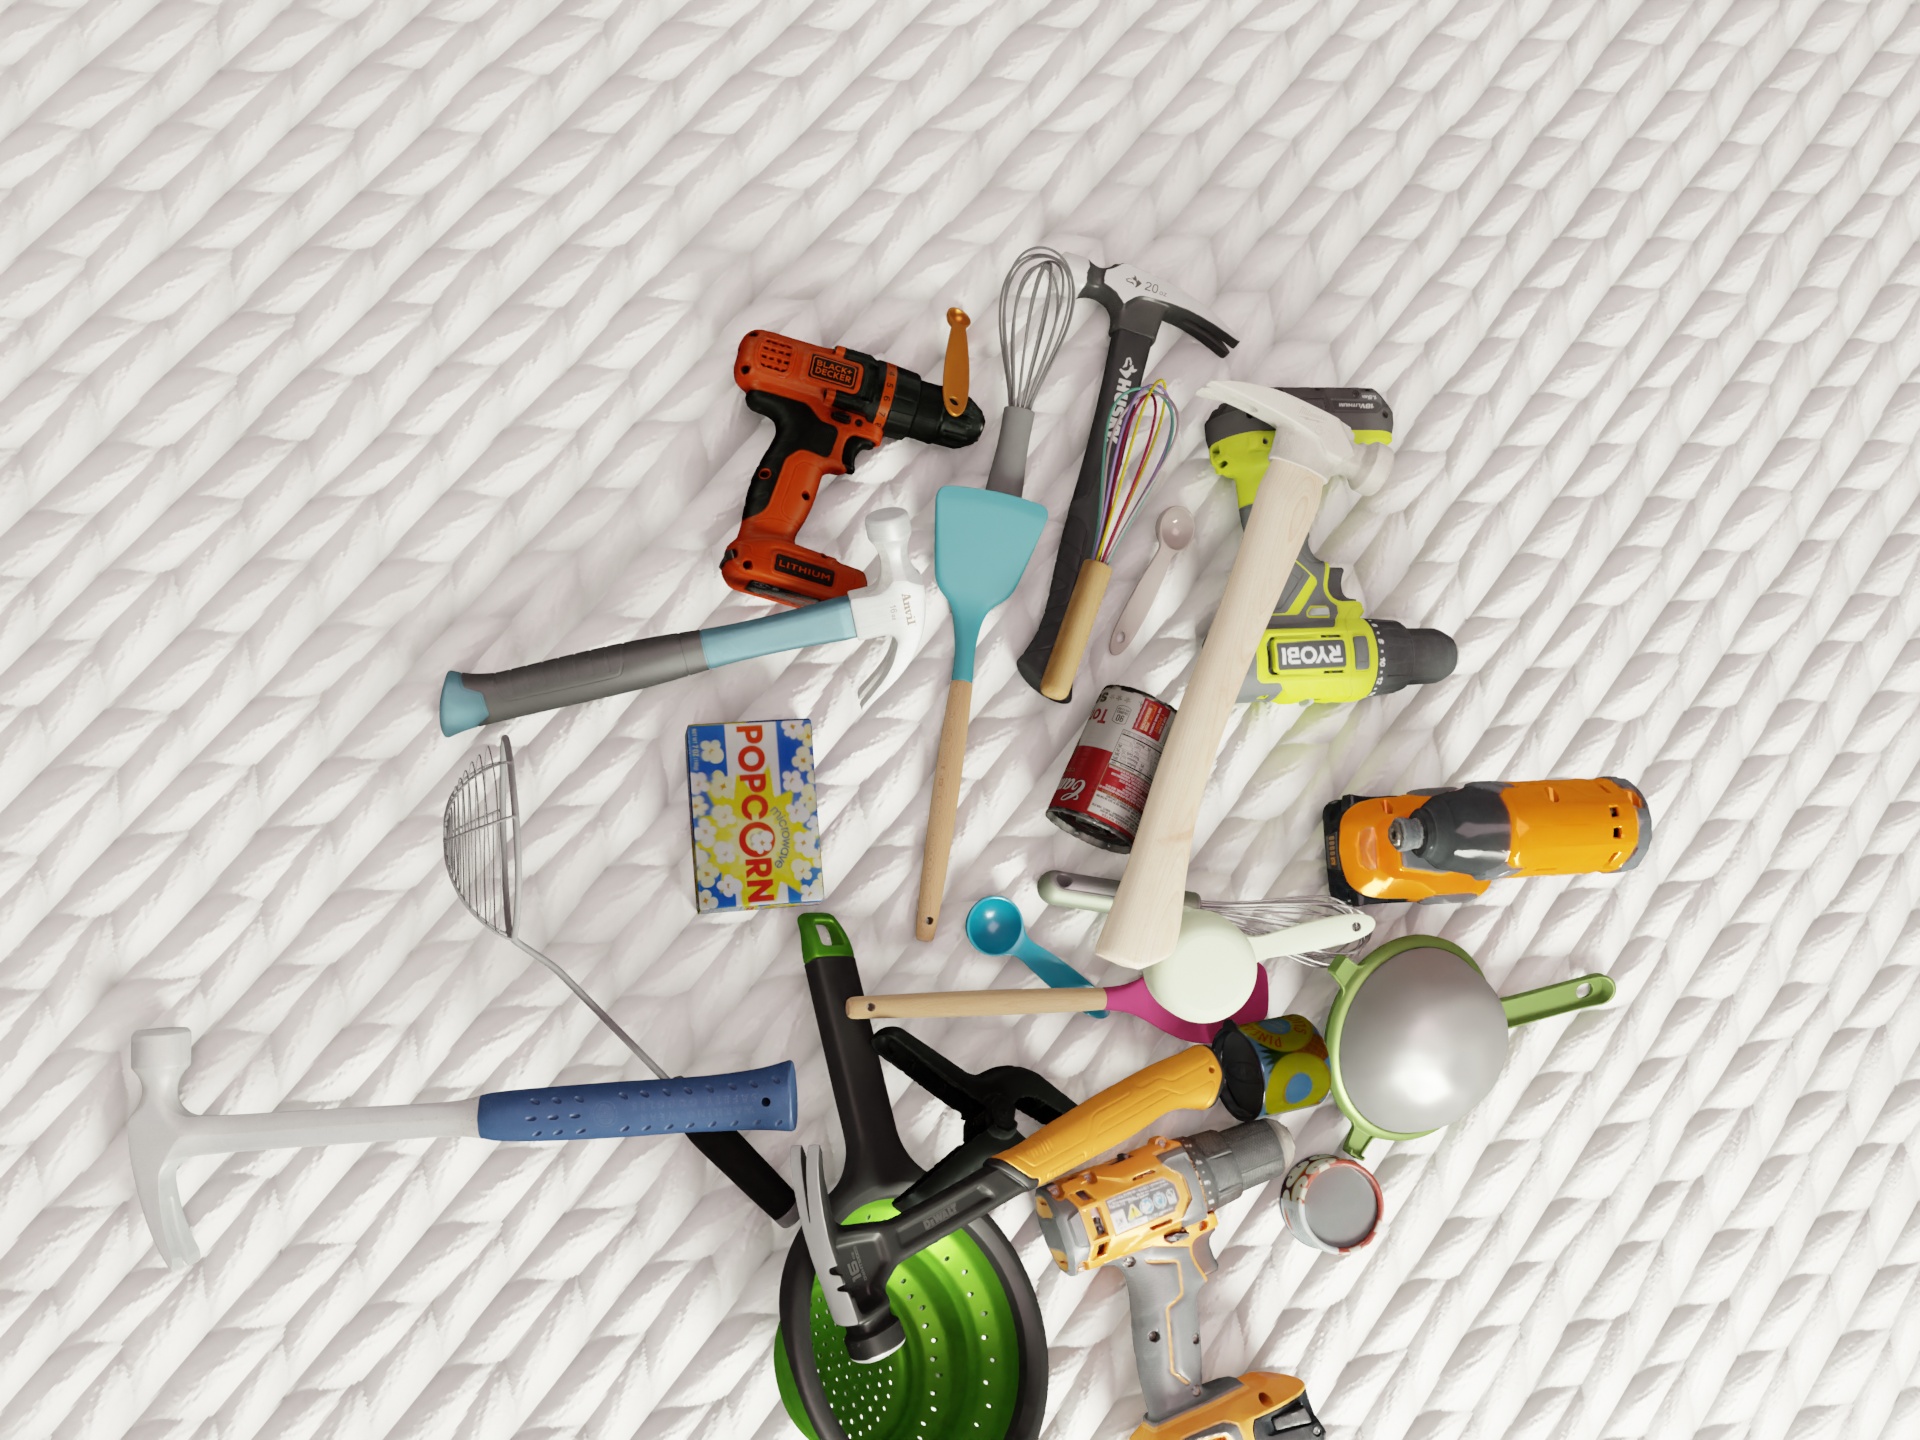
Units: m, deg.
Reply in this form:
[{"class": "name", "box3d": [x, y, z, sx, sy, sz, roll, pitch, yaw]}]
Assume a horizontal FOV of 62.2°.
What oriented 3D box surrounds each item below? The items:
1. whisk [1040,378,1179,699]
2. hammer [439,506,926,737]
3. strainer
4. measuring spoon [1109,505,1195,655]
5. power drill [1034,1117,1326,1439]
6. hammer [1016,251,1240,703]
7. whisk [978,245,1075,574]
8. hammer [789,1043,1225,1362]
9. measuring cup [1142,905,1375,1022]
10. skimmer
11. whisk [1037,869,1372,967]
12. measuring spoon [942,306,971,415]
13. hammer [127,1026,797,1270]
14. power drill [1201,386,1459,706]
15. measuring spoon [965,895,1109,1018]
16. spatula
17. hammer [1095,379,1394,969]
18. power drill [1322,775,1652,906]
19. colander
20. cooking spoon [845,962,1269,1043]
[{"class": "whisk", "box3d": [0.103, -0.132, 1.126, 0.051, 0.047, 0.245, 21, 81, -8]}, {"class": "hammer", "box3d": [-0.184, -0.046, 1.058, 0.331, 0.033, 0.128, -13, 114, -4]}, {"class": "strainer", "box3d": [0.384, 0.223, 1.138, 0.256, 0.069, 0.151, -9, 99, -21]}, {"class": "measuring spoon", "box3d": [0.137, -0.104, 1.179, 0.034, 0.018, 0.124, 33, 81, -33]}, {"class": "power drill", "box3d": [0.169, 0.392, 1.075, 0.185, 0.084, 0.226, -17, 81, -16]}, {"class": "hammer", "box3d": [0.106, -0.174, 1.172, 0.146, 0.035, 0.335, 16, 78, -9]}, {"class": "whisk", "box3d": [0.040, -0.223, 1.149, 0.055, 0.055, 0.239, 10, 90, -11]}, {"class": "hammer", "box3d": [0.046, 0.272, 1.014, 0.337, 0.034, 0.127, -16, 85, -38]}, {"class": "measuring cup", "box3d": [0.210, 0.160, 1.095, 0.167, 0.038, 0.083, -13, 93, -3]}, {"class": "skimmer", "box3d": [-0.203, 0.172, 1.023, 0.090, 0.127, 0.363, -44, 102, -16]}, {"class": "whisk", "box3d": [0.175, 0.136, 1.133, 0.246, 0.059, 0.058, 10, 41, -7]}, {"class": "measuring spoon", "box3d": [-0.004, -0.258, 1.149, 0.021, 0.011, 0.117, 21, 48, -22]}, {"class": "hammer", "box3d": [-0.303, 0.249, 0.972, 0.405, 0.035, 0.144, -4, 83, 0]}, {"class": "power drill", "box3d": [0.271, -0.125, 1.180, 0.190, 0.080, 0.228, -3, 84, -13]}, {"class": "measuring spoon", "box3d": [0.054, 0.170, 1.118, 0.128, 0.021, 0.042, 40, 74, -13]}, {"class": "spatula", "box3d": [-0.002, -0.004, 1.116, 0.082, 0.044, 0.317, 10, 80, -13]}, {"class": "hammer", "box3d": [0.168, -0.032, 1.088, 0.146, 0.038, 0.411, 23, 80, -10]}, {"class": "power drill", "box3d": [0.330, 0.081, 1.080, 0.164, 0.226, 0.084, -1, 81, -12]}, {"class": "colander", "box3d": [-0.070, 0.322, 1.028, 0.204, 0.094, 0.397, 8, 57, -44]}, {"class": "cooking spoon", "box3d": [0.074, 0.192, 1.094, 0.318, 0.017, 0.069, 2, 84, -22]}]
